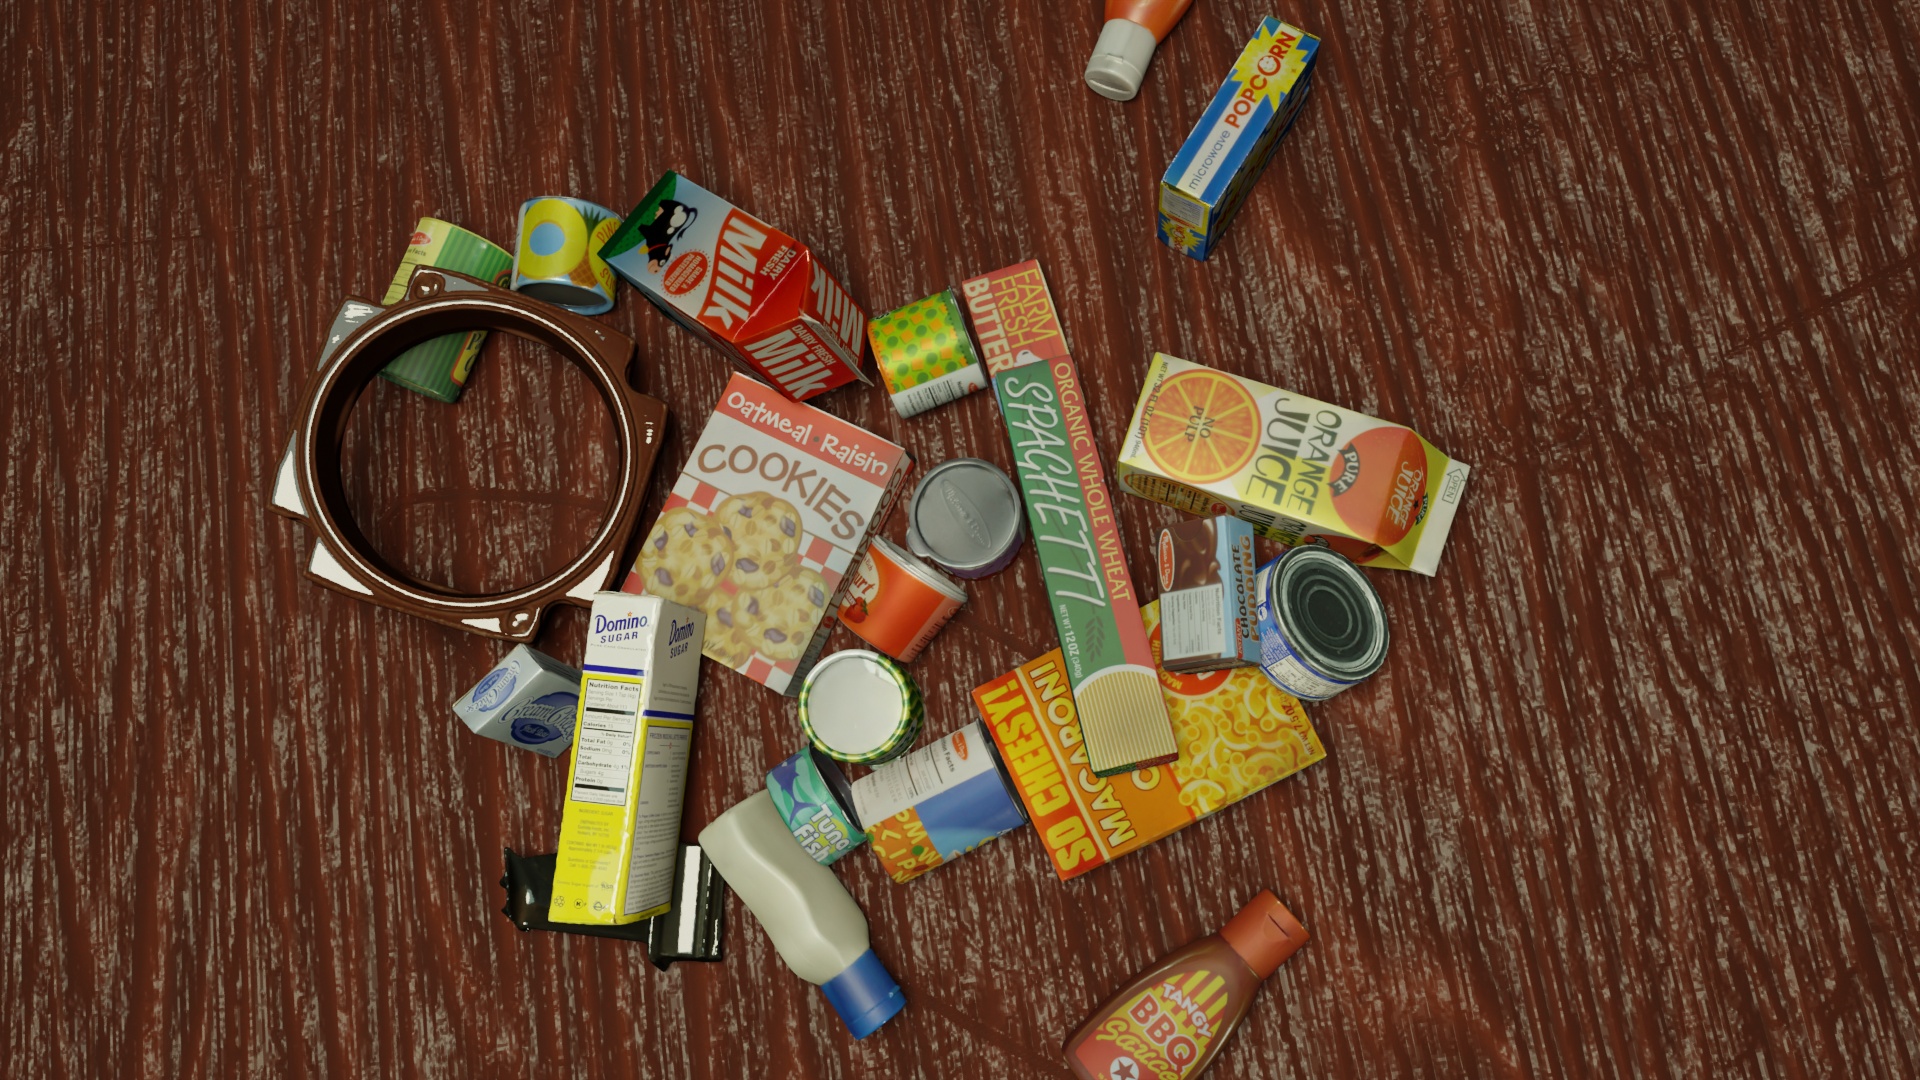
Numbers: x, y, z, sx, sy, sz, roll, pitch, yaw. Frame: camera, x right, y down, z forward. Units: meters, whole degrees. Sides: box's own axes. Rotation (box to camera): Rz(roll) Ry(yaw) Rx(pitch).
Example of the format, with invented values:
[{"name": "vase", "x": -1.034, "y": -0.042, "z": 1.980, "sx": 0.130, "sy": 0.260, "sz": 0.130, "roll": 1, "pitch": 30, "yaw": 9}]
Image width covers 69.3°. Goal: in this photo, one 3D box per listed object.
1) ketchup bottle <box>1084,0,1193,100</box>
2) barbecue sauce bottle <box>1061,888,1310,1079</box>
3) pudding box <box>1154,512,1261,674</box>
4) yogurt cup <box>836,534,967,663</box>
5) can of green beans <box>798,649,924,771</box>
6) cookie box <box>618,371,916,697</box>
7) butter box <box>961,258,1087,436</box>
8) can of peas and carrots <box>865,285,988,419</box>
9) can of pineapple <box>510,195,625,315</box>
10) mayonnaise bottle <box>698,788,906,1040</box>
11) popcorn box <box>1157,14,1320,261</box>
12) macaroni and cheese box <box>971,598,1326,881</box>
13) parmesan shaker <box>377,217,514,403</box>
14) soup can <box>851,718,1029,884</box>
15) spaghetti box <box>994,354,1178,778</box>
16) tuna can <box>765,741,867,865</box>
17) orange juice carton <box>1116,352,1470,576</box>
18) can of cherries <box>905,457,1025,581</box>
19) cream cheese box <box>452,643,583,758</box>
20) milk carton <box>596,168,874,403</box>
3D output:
[{"name": "ketchup bottle", "x": 0.124, "y": -0.361, "z": 0.904, "sx": 0.065, "sy": 0.043, "sz": 0.149, "roll": 21, "pitch": 82, "yaw": 11}, {"name": "barbecue sauce bottle", "x": 0.130, "y": 0.258, "z": 0.778, "sx": 0.148, "sy": 0.043, "sz": 0.065, "roll": -42, "pitch": 76, "yaw": -3}, {"name": "pudding box", "x": 0.139, "y": 0.030, "z": 0.779, "sx": 0.049, "sy": 0.030, "sz": 0.084, "roll": -14, "pitch": 70, "yaw": 41}, {"name": "yogurt cup", "x": -0.037, "y": 0.037, "z": 0.832, "sx": 0.072, "sy": 0.072, "sz": 0.054, "roll": 34, "pitch": 93, "yaw": 12}, {"name": "can of green beans", "x": -0.058, "y": 0.100, "z": 0.824, "sx": 0.071, "sy": 0.057, "sz": 0.071, "roll": -1, "pitch": 79, "yaw": 6}, {"name": "cookie box", "x": -0.120, "y": -0.005, "z": 0.862, "sx": 0.123, "sy": 0.040, "sz": 0.167, "roll": 25, "pitch": 84, "yaw": 11}, {"name": "butter box", "x": 0.040, "y": -0.121, "z": 0.875, "sx": 0.053, "sy": 0.024, "sz": 0.103, "roll": -18, "pitch": 78, "yaw": 2}, {"name": "can of peas and carrots", "x": -0.022, "y": -0.117, "z": 0.860, "sx": 0.059, "sy": 0.071, "sz": 0.071, "roll": -21, "pitch": 77, "yaw": 3}, {"name": "can of pineapple", "x": -0.253, "y": -0.183, "z": 0.899, "sx": 0.071, "sy": 0.071, "sz": 0.058, "roll": 2, "pitch": 80, "yaw": 7}, {"name": "mayonnaise bottle", "x": -0.089, "y": 0.216, "z": 0.803, "sx": 0.041, "sy": 0.065, "sz": 0.148, "roll": -40, "pitch": 81, "yaw": 20}, {"name": "popcorn box", "x": 0.169, "y": -0.244, "z": 0.854, "sx": 0.038, "sy": 0.085, "sz": 0.127, "roll": 32, "pitch": 84, "yaw": 12}, {"name": "macaroni and cheese box", "x": 0.108, "y": 0.108, "z": 0.813, "sx": 0.166, "sy": 0.040, "sz": 0.124, "roll": -26, "pitch": 76, "yaw": 0}, {"name": "parmesan shaker", "x": -0.340, "y": -0.148, "z": 0.904, "sx": 0.071, "sy": 0.071, "sz": 0.103, "roll": 20, "pitch": 83, "yaw": 10}, {"name": "soup can", "x": -0.011, "y": 0.154, "z": 0.805, "sx": 0.084, "sy": 0.071, "sz": 0.071, "roll": -27, "pitch": 77, "yaw": 1}, {"name": "spaghetti box", "x": 0.070, "y": 0.010, "z": 0.806, "sx": 0.050, "sy": 0.028, "sz": 0.250, "roll": -14, "pitch": 72, "yaw": 3}, {"name": "tuna can", "x": -0.082, "y": 0.155, "z": 0.809, "sx": 0.033, "sy": 0.071, "sz": 0.071, "roll": -35, "pitch": 77, "yaw": 1}, {"name": "orange juice carton", "x": 0.194, "y": -0.041, "z": 0.816, "sx": 0.193, "sy": 0.073, "sz": 0.072, "roll": 18, "pitch": 81, "yaw": 9}, {"name": "can of cherries", "x": 0.003, "y": -0.011, "z": 0.839, "sx": 0.071, "sy": 0.058, "sz": 0.071, "roll": -1, "pitch": 80, "yaw": 6}, {"name": "cream cheese box", "x": -0.250, "y": 0.096, "z": 0.823, "sx": 0.053, "sy": 0.103, "sz": 0.024, "roll": -44, "pitch": 71, "yaw": -5}, {"name": "milk carton", "x": -0.128, "y": -0.148, "z": 0.840, "sx": 0.191, "sy": 0.072, "sz": 0.073, "roll": 35, "pitch": 84, "yaw": 35}]
